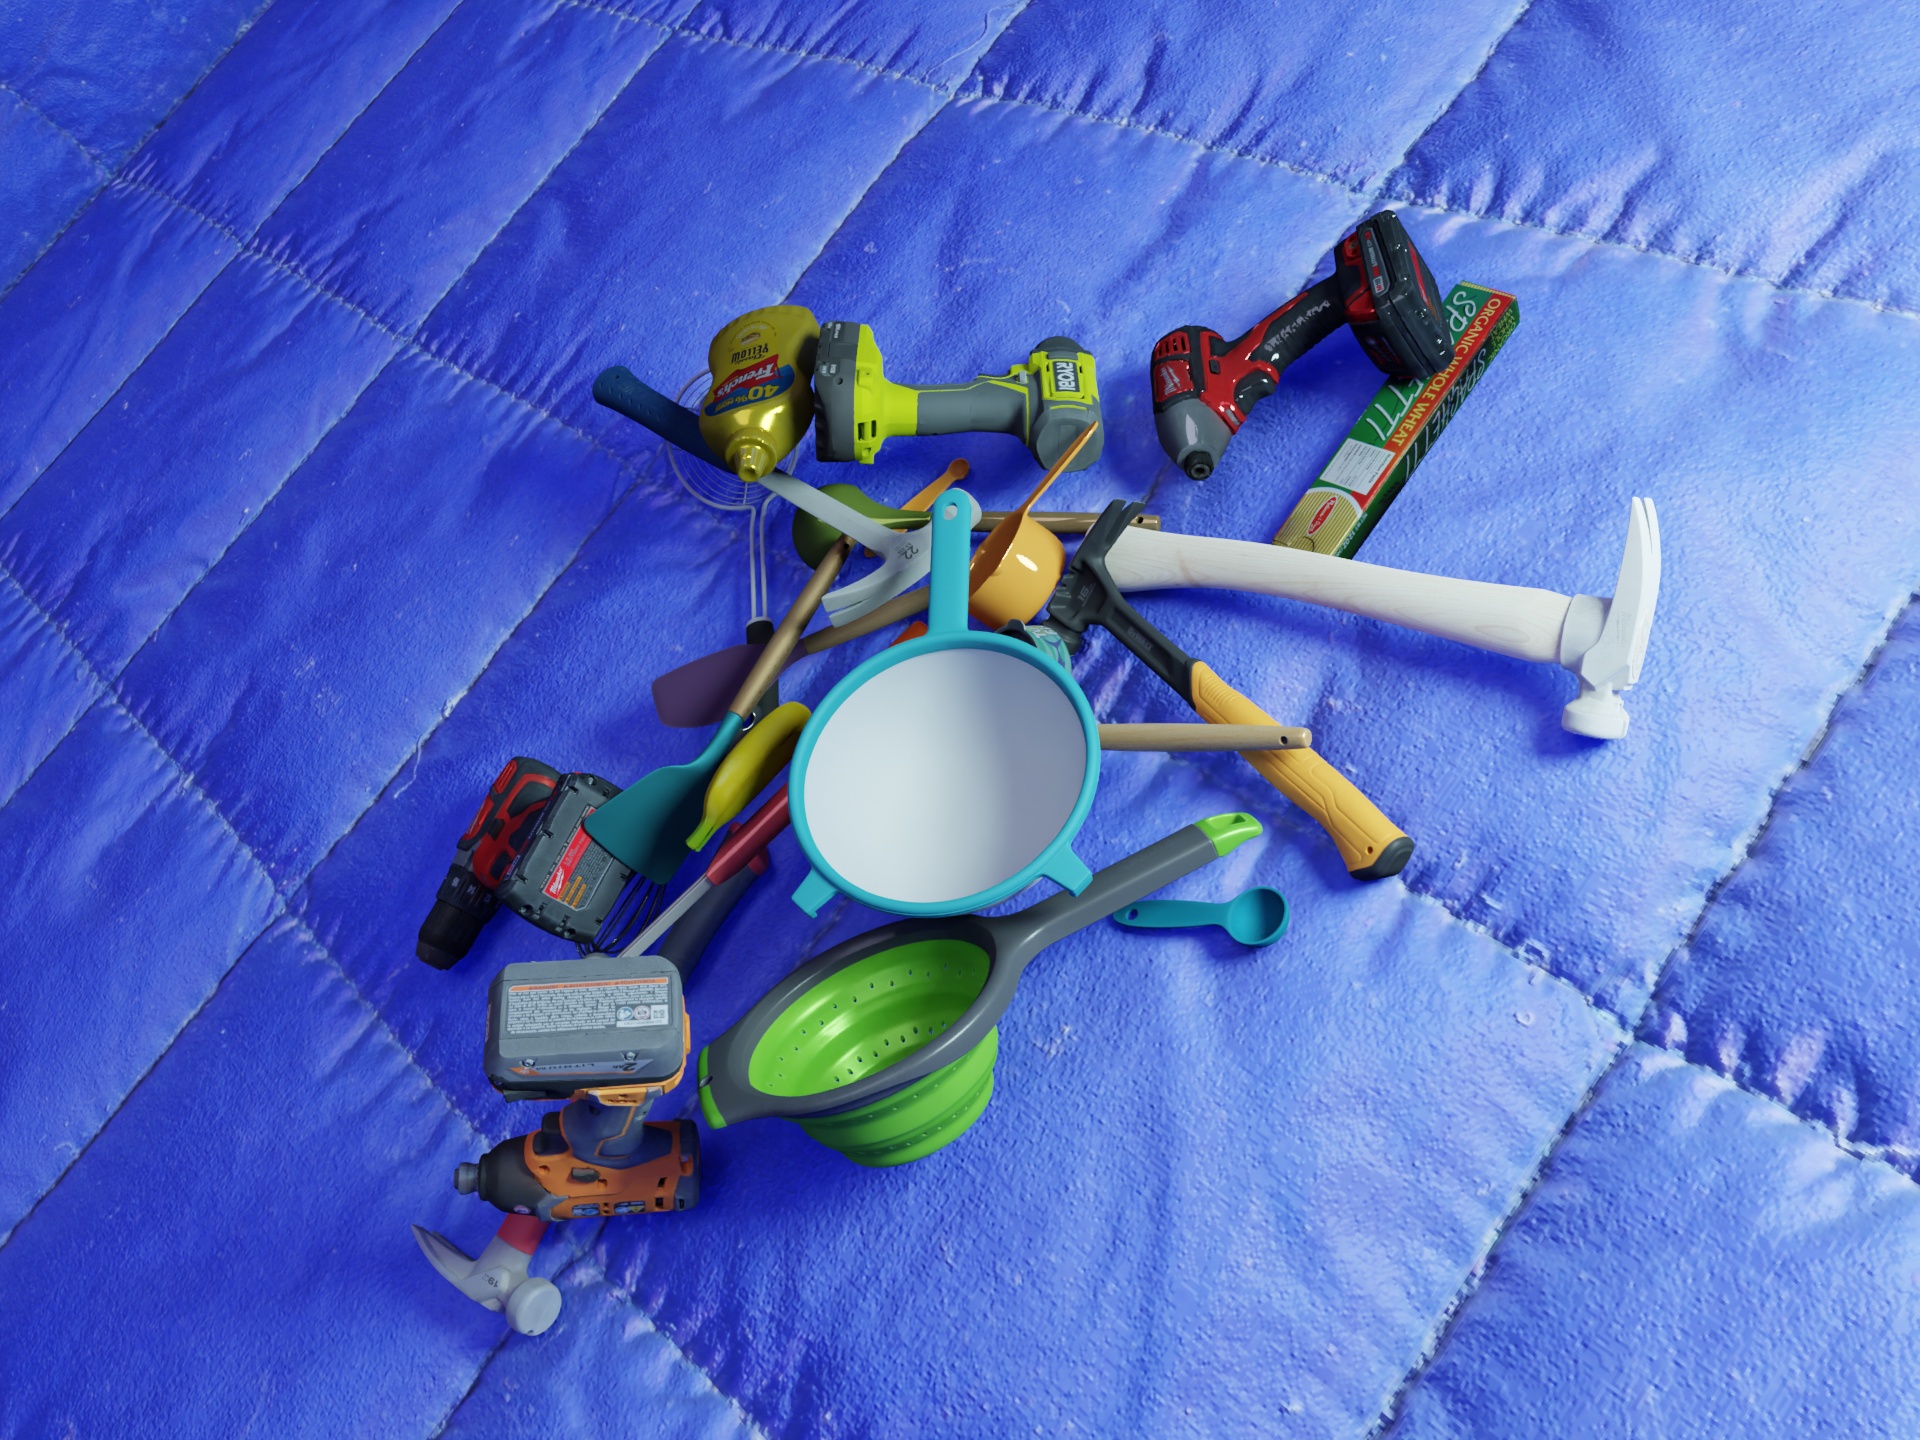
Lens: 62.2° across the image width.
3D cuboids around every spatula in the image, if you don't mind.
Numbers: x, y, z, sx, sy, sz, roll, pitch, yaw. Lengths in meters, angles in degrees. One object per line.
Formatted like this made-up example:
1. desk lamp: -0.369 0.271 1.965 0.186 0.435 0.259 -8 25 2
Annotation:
1. spatula: -0.099 -0.067 1.270 0.316 0.018 0.060 -22 68 5
2. spatula: -0.167 -0.024 1.225 0.044 0.082 0.318 -6 47 53

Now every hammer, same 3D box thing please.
1. hammer: 0.256 -0.102 1.077 0.411 0.038 0.146 16 104 39
2. hammer: -0.264 0.246 1.190 0.143 0.038 0.386 17 71 37
3. hammer: 0.181 -0.016 1.079 0.337 0.034 0.127 47 120 36
4. hammer: -0.174 -0.205 1.313 0.406 0.035 0.144 32 67 33
5. hammer: -0.143 0.079 1.137 0.359 0.036 0.149 -44 8 -8

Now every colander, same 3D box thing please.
1. colander: 0.028 0.182 1.029 0.397 0.094 0.205 -26 18 -5

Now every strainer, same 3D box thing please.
1. strainer: -0.002 -0.004 1.107 0.211 0.095 0.341 -6 57 13

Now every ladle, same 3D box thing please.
1. ladle: 0.007 -0.155 1.281 0.320 0.062 0.078 3 72 22

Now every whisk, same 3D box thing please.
1. whisk: -0.223 0.089 1.243 0.055 0.055 0.239 27 82 38

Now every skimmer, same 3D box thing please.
1. skimmer: -0.188 -0.144 1.348 0.127 0.090 0.364 -20 54 17

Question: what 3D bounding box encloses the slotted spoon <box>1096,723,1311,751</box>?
1. slotted spoon: 0.097 0.014 1.101 0.314 0.031 0.070 -1 103 38

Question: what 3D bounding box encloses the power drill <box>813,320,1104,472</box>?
1. power drill: -0.002 -0.264 1.275 0.223 0.080 0.171 2 39 -2

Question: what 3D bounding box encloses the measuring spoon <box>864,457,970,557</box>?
1. measuring spoon: -0.036 -0.177 1.337 0.117 0.011 0.021 -43 57 5

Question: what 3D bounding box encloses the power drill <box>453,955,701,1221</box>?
1. power drill: -0.252 0.250 1.028 0.164 0.226 0.084 -2 45 -10

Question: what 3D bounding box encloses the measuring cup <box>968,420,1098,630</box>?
1. measuring cup: 0.066 -0.143 1.202 0.173 0.052 0.095 -52 16 7

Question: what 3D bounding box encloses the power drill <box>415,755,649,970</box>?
1. power drill: -0.347 0.120 1.254 0.227 0.080 0.188 1 60 56

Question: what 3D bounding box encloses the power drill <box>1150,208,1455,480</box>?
1. power drill: 0.241 -0.266 1.173 0.219 0.078 0.143 -24 44 29

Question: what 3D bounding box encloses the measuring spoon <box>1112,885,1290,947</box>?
1. measuring spoon: 0.158 0.131 1.041 0.129 0.021 0.042 -4 53 38
